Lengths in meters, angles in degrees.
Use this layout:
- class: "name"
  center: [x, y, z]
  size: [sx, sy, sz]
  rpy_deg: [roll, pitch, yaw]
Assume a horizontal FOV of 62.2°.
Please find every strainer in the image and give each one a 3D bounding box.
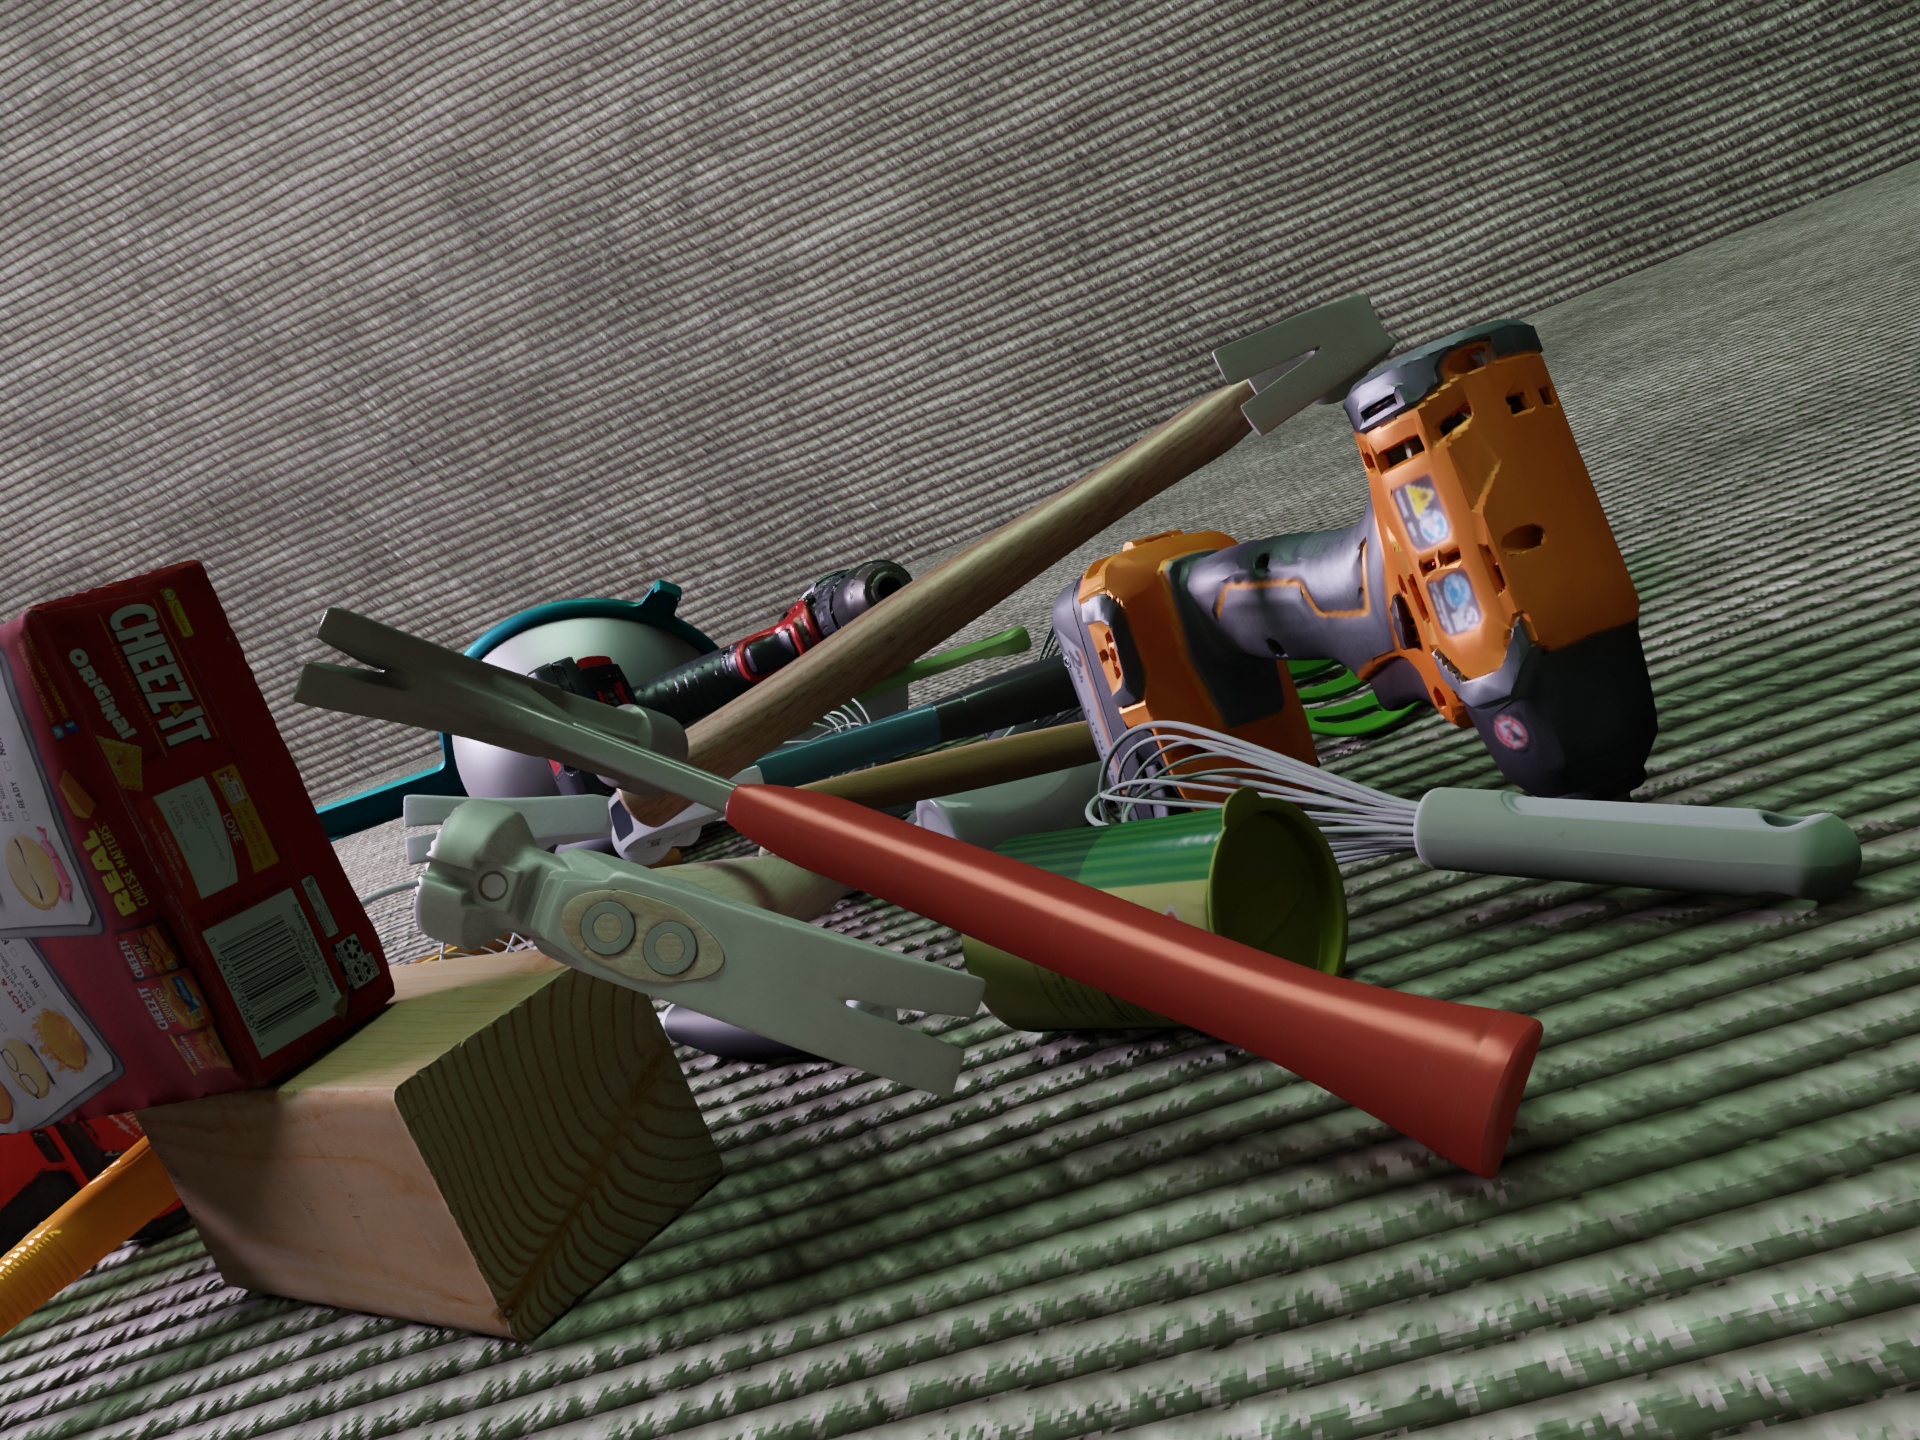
- class: "strainer"
  center: [-0.048, 0.004, 1.001]
  size: [0.256, 0.069, 0.151]
  rpy_deg: [-18, 10, 39]
- class: "strainer"
  center: [-0.305, 0.049, 1.073]
  size: [0.340, 0.210, 0.095]
  rpy_deg: [-19, 39, 1]

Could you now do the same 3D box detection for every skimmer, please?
- class: "skimmer"
  center: [-0.165, 0.105, 0.687]
  size: [0.363, 0.090, 0.127]
  rpy_deg: [-12, 14, 46]

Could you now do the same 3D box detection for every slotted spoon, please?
- class: "slotted spoon"
  center: [0.064, 0.006, 0.686]
  size: [0.313, 0.031, 0.070]
  rpy_deg: [-12, 46, -17]

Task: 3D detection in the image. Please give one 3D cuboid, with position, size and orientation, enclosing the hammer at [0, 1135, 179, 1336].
- class: "hammer"
  center: [-0.337, 0.201, 0.579]
  size: [0.127, 0.034, 0.337]
  rpy_deg: [-18, 19, 40]

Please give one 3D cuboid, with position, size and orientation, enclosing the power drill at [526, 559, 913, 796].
- class: "power drill"
  center: [-0.135, -0.030, 0.934]
  size: [0.226, 0.080, 0.188]
  rpy_deg: [-24, 1, -18]

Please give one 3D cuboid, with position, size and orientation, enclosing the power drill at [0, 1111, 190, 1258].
- class: "power drill"
  center: [-0.448, 0.197, 0.686]
  size: [0.219, 0.143, 0.078]
  rpy_deg: [-29, 14, -20]

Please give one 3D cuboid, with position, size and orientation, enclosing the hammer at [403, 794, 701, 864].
- class: "hammer"
  center: [-0.286, 0.089, 0.966]
  size: [0.144, 0.035, 0.405]
  rpy_deg: [-1, -12, -27]

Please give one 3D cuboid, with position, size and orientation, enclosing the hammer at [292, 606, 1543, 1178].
- class: "hammer"
  center: [-0.025, 0.037, 0.440]
  size: [0.359, 0.037, 0.149]
  rpy_deg: [17, -3, 35]

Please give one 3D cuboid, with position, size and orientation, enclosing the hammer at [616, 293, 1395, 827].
- class: "hammer"
  center: [0.010, -0.055, 0.588]
  size: [0.331, 0.031, 0.130]
  rpy_deg: [-32, 0, 10]

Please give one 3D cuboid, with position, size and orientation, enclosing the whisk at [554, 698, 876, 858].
- class: "whisk"
  center: [-0.156, 0.048, 0.967]
  size: [0.284, 0.070, 0.070]
  rpy_deg: [-21, 9, 36]

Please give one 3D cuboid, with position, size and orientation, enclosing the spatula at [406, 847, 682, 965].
- class: "spatula"
  center: [-0.303, 0.152, 0.948]
  size: [0.322, 0.041, 0.081]
  rpy_deg: [-24, 11, -34]

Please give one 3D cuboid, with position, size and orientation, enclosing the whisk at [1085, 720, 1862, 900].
- class: "whisk"
  center: [0.138, 0.031, 0.486]
  size: [0.246, 0.059, 0.057]
  rpy_deg: [2, 9, 44]

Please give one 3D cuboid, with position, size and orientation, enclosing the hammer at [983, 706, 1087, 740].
- class: "hammer"
  center: [0.150, -0.028, 0.860]
  size: [0.335, 0.035, 0.146]
  rpy_deg: [-16, 13, 35]

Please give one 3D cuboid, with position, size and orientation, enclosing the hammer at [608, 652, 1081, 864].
- class: "hammer"
  center: [-0.001, -0.002, 0.747]
  size: [0.331, 0.033, 0.128]
  rpy_deg: [-18, -8, -16]

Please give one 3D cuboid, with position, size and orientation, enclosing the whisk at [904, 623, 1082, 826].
- class: "whisk"
  center: [0.030, 0.004, 0.817]
  size: [0.055, 0.055, 0.239]
  rpy_deg: [-10, 31, 52]

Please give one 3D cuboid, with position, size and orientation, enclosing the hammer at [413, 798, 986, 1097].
- class: "hammer"
  center: [-0.061, 0.068, 0.599]
  size: [0.146, 0.038, 0.410]
  rpy_deg: [18, -2, 2]

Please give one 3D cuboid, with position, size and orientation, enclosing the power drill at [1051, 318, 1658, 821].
- class: "power drill"
  center: [0.135, -0.019, 0.560]
  size: [0.084, 0.164, 0.226]
  rpy_deg: [-17, -5, -30]
